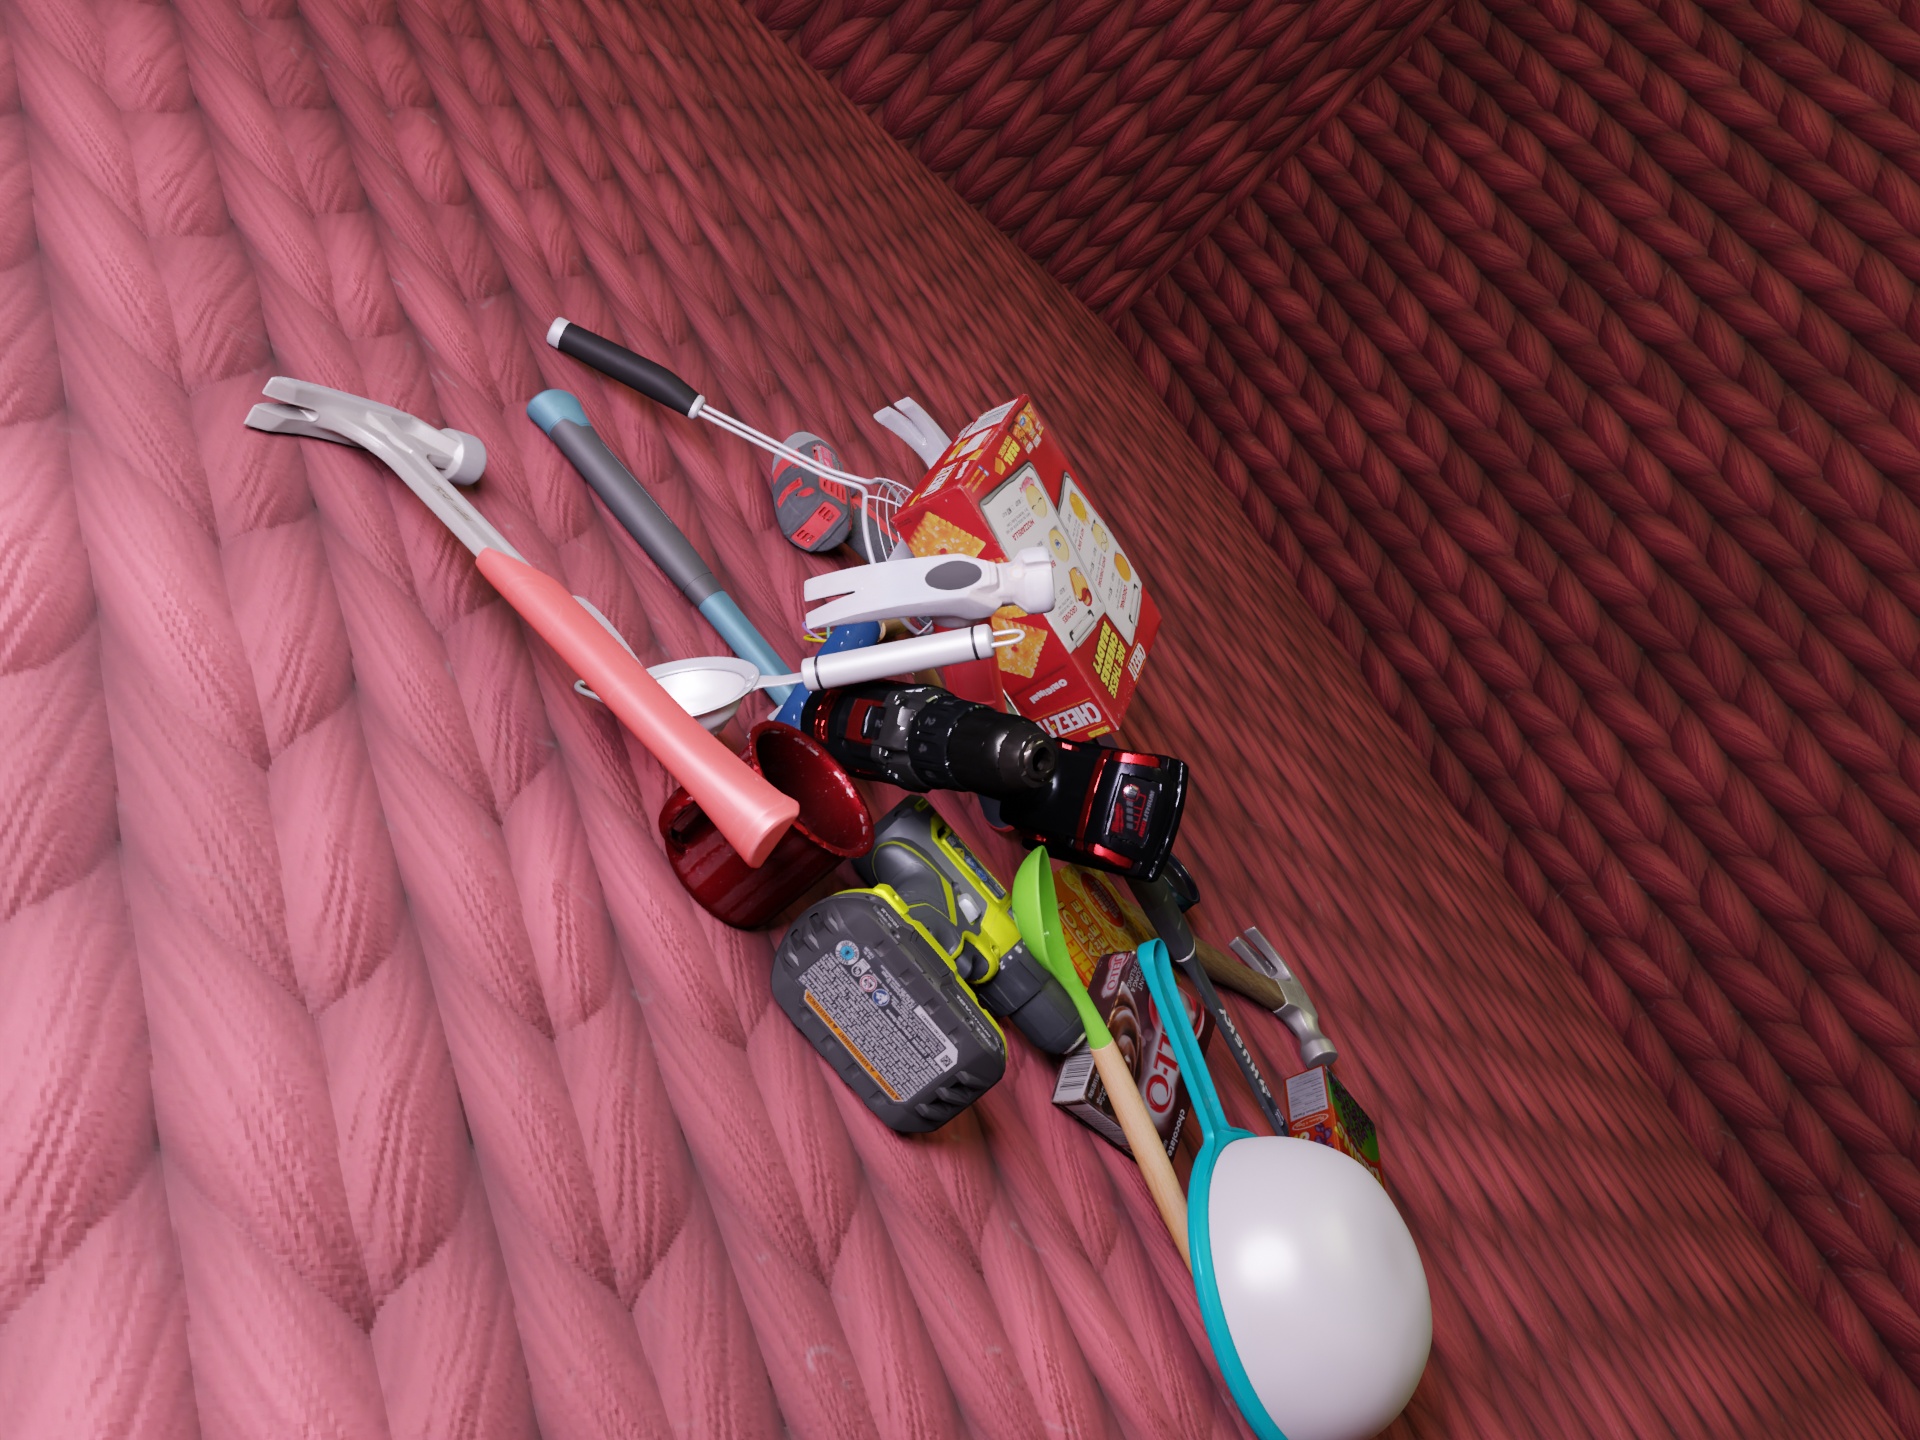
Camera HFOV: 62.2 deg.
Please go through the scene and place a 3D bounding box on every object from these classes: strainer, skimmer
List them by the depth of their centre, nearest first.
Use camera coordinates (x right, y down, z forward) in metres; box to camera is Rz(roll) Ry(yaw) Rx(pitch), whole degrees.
[{"bbox_3d":[-0.089,-0.022,0.891,0.087,0.258,0.050,-78,155,-64],"label":"strainer"},{"bbox_3d":[0.210,0.289,0.996,0.211,0.095,0.340,-8,76,-62],"label":"strainer"},{"bbox_3d":[-0.159,-0.188,1.227,0.363,0.090,0.127,27,31,-6],"label":"skimmer"}]

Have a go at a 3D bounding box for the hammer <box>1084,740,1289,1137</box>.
[{"bbox_3d":[0.175,0.190,1.202,0.409,0.036,0.149,61,22,-5],"label":"hammer"}]

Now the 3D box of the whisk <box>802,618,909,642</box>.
[{"bbox_3d":[-0.069,-0.068,1.233,0.051,0.047,0.245,64,12,-2],"label":"whisk"}]

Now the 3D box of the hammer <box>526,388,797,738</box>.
[{"bbox_3d":[-0.178,-0.093,1.083,0.331,0.033,0.128,50,19,2],"label":"hammer"}]

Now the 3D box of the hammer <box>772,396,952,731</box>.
[{"bbox_3d":[-0.064,-0.078,1.083,0.144,0.035,0.406,53,37,-22],"label":"hammer"}]

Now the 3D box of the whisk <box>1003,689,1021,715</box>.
[{"bbox_3d":[0.076,0.032,1.381,0.058,0.059,0.246,-37,91,-32],"label":"whisk"}]

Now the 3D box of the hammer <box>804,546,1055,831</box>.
[{"bbox_3d":[-0.002,-0.003,1.067,0.386,0.143,0.038,77,7,-66],"label":"hammer"}]

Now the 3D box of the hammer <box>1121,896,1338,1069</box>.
[{"bbox_3d":[0.212,0.205,1.372,0.331,0.031,0.130,31,27,-42],"label":"hammer"}]

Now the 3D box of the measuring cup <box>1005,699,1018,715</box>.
[{"bbox_3d":[0.075,0.000,1.442,0.167,0.038,0.083,44,20,-20],"label":"measuring cup"}]

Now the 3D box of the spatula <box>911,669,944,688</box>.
[{"bbox_3d":[-0.006,-0.011,1.197,0.082,0.044,0.317,58,-2,13],"label":"spatula"}]

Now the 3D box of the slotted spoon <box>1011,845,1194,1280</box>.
[{"bbox_3d":[0.095,0.219,0.967,0.070,0.031,0.313,-65,133,-70],"label":"slotted spoon"}]

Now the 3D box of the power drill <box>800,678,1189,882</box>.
[{"bbox_3d":[0.038,0.032,0.945,0.226,0.080,0.188,21,-8,-40],"label":"power drill"}]

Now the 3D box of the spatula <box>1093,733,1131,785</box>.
[{"bbox_3d":[0.086,-0.042,1.322,0.059,0.018,0.316,42,16,-47],"label":"spatula"}]

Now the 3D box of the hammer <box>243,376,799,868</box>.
[{"bbox_3d":[-0.215,-0.056,0.823,0.359,0.036,0.149,43,16,22],"label":"hammer"}]

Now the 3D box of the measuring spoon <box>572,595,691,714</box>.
[{"bbox_3d":[-0.200,-0.027,0.947,0.034,0.018,0.124,-18,60,-47],"label":"measuring spoon"}]

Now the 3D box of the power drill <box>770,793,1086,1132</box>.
[{"bbox_3d":[-0.008,0.149,0.943,0.190,0.080,0.228,49,17,1],"label":"power drill"}]

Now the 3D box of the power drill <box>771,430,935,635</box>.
[{"bbox_3d":[-0.072,-0.166,1.386,0.219,0.078,0.143,32,26,-33],"label":"power drill"}]

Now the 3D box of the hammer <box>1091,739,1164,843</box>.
[{"bbox_3d":[0.085,-0.038,1.404,0.146,0.035,0.335,41,22,-49],"label":"hammer"}]
